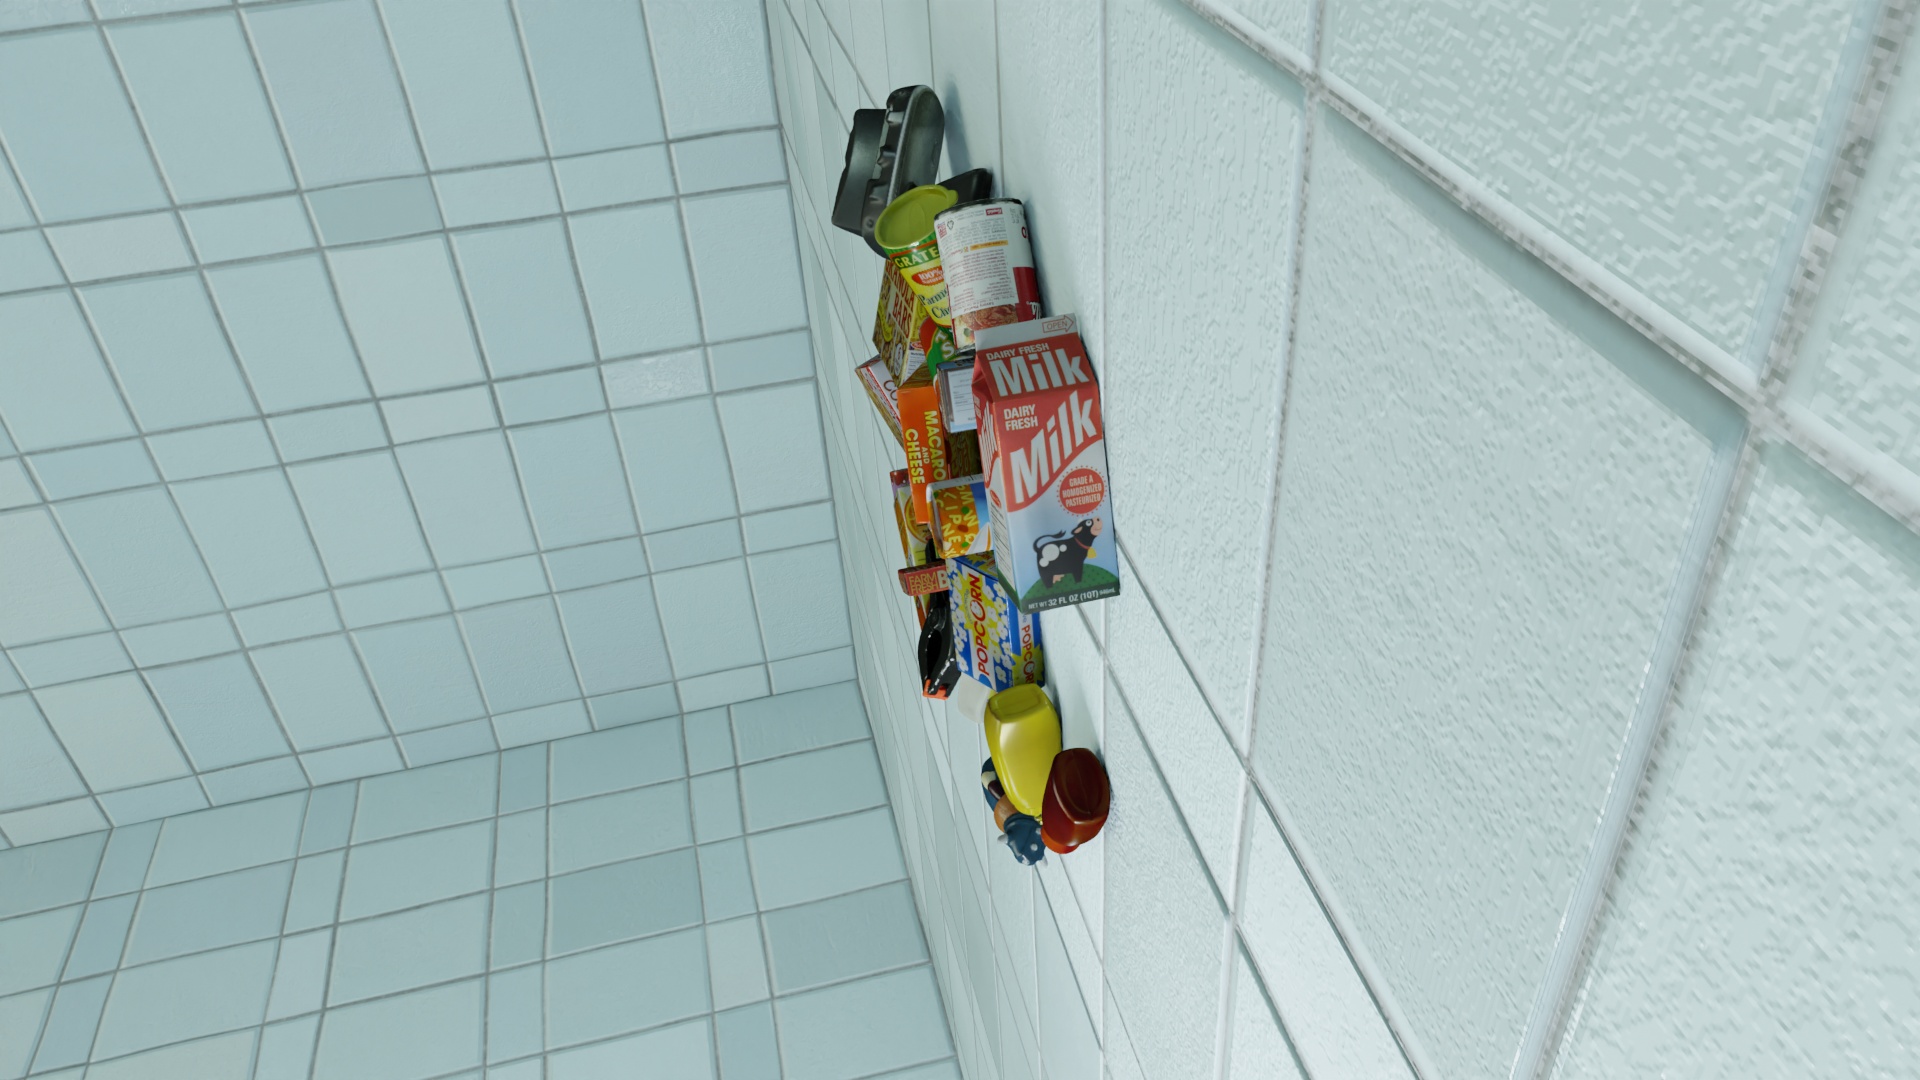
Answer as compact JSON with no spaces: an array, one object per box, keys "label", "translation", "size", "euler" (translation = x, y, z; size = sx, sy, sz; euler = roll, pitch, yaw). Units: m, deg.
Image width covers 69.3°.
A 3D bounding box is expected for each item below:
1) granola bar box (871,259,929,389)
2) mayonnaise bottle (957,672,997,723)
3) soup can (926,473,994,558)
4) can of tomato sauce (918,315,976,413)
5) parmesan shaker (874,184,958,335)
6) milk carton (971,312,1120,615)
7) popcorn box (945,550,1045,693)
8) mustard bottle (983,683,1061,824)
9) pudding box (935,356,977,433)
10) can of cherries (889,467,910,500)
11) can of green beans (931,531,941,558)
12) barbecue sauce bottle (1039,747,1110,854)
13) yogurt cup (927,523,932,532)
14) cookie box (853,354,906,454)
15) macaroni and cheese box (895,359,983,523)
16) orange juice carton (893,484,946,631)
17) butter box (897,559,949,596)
[{"label":"granola bar box","translation":[-0.049,-0.232,1.409],"size":[0.166,0.039,0.123],"euler":[-117,34,-60]},{"label":"mayonnaise bottle","translation":[0.028,0.114,1.364],"size":[0.041,0.065,0.147],"euler":[31,142,24]},{"label":"soup can","translation":[0.019,-0.021,1.168],"size":[0.071,0.084,0.071],"euler":[171,88,-81]},{"label":"can of tomato sauce","translation":[0.007,-0.147,1.157],"size":[0.071,0.071,0.083],"euler":[96,160,-62]},{"label":"parmesan shaker","translation":[-0.011,-0.218,1.084],"size":[0.102,0.071,0.071],"euler":[51,-166,-44]},{"label":"milk carton","translation":[0.055,-0.054,0.938],"size":[0.073,0.072,0.189],"euler":[-126,25,-70]},{"label":"popcorn box","translation":[0.031,0.072,1.249],"size":[0.085,0.038,0.126],"euler":[25,130,45]},{"label":"mustard bottle","translation":[0.060,0.200,1.249],"size":[0.049,0.065,0.159],"euler":[-118,15,-51]},{"label":"pudding box","translation":[0.027,-0.110,1.014],"size":[0.030,0.084,0.049],"euler":[-118,19,-71]},{"label":"can of cherries","translation":[-0.044,-0.057,1.608],"size":[0.071,0.071,0.058],"euler":[-163,63,-80]},{"label":"can of green beans","translation":[0.004,-0.017,1.331],"size":[0.071,0.071,0.057],"euler":[-173,74,-81]},{"label":"barbecue sauce bottle","translation":[0.090,0.221,1.137],"size":[0.148,0.044,0.065],"euler":[95,162,-63]},{"label":"yogurt cup","translation":[-0.009,-0.039,1.428],"size":[0.072,0.054,0.072],"euler":[173,88,-81]},{"label":"cookie box","translation":[-0.066,-0.154,1.581],"size":[0.122,0.040,0.167],"euler":[58,175,-10]},{"label":"macaroni and cheese box","translation":[-0.015,-0.099,1.269],"size":[0.167,0.040,0.123],"euler":[-63,-33,-70]},{"label":"orange juice carton","translation":[-0.017,0.034,1.508],"size":[0.071,0.073,0.193],"euler":[116,142,-75]},{"label":"butter box","translation":[-0.006,0.031,1.332],"size":[0.053,0.104,0.024],"euler":[-164,63,-79]}]
